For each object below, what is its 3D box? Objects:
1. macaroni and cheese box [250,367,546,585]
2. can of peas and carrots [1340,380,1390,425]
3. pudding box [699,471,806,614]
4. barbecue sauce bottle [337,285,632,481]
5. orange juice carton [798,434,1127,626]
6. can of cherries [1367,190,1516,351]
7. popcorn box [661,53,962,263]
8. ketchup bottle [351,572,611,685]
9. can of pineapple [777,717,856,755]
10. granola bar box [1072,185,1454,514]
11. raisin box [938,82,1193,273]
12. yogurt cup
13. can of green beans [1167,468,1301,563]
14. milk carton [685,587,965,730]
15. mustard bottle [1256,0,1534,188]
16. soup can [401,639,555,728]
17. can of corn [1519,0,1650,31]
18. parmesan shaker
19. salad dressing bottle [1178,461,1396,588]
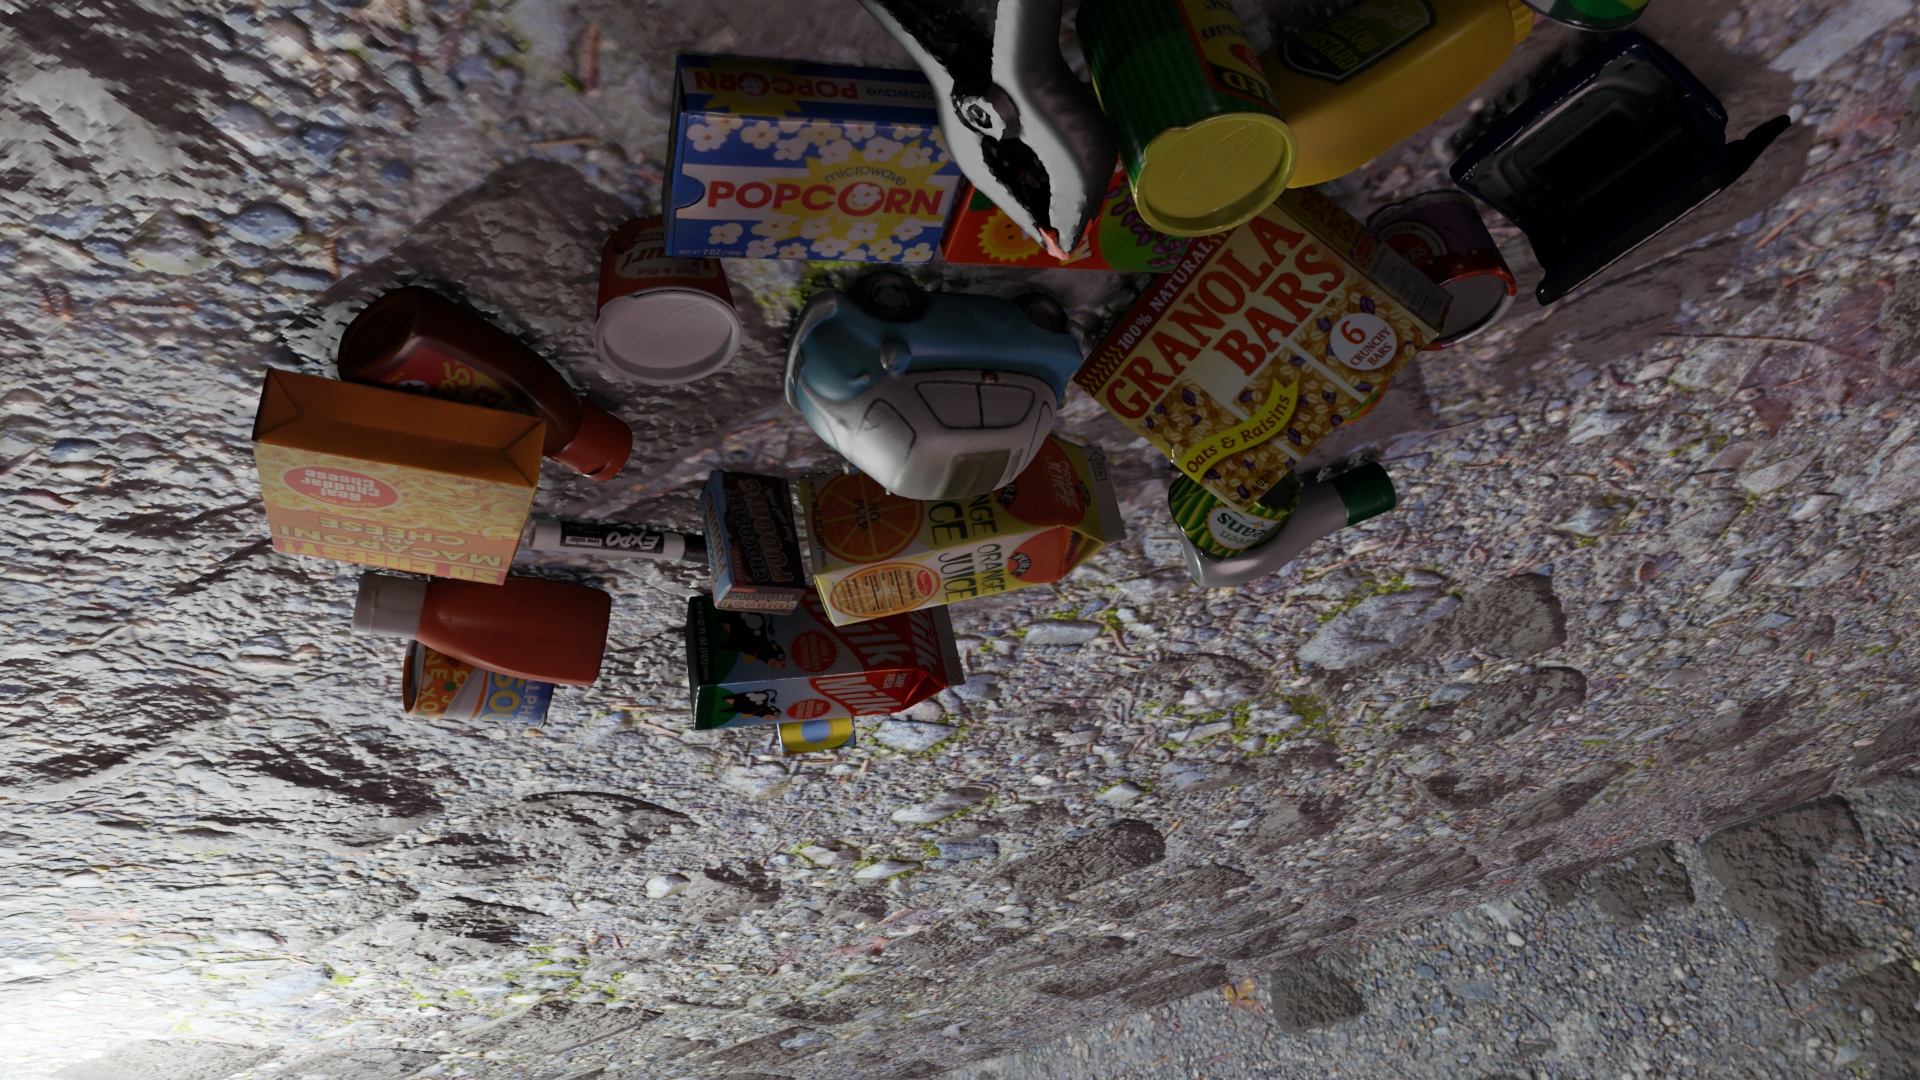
[{"bbox_3d":[-0.284,-0.027,0.708,0.124,0.040,0.166,10,159,-20],"label":"macaroni and cheese box"},{"bbox_3d":[0.205,-0.104,0.793,0.059,0.071,0.070,14,141,-39],"label":"can of peas and carrots"},{"bbox_3d":[-0.125,0.001,0.827,0.050,0.084,0.030,7,142,-29],"label":"pudding box"},{"bbox_3d":[-0.230,-0.073,0.698,0.064,0.044,0.148,-21,150,26],"label":"barbecue sauce bottle"},{"bbox_3d":[0.003,-0.011,0.868,0.193,0.072,0.072,-12,150,-2],"label":"orange juice carton"},{"bbox_3d":[0.256,-0.145,0.751,0.071,0.058,0.071,-10,150,-6],"label":"can of cherries"},{"bbox_3d":[-0.065,-0.165,0.612,0.127,0.038,0.084,-2,150,-18],"label":"popcorn box"},{"bbox_3d":[-0.298,0.050,0.867,0.149,0.065,0.043,12,166,-22],"label":"ketchup bottle"},{"bbox_3d":[-0.113,0.131,1.068,0.058,0.071,0.070,-8,150,-7],"label":"can of pineapple"},{"bbox_3d":[0.153,-0.104,0.732,0.124,0.039,0.164,38,136,-1],"label":"granola bar box"},{"bbox_3d":[0.057,-0.170,0.651,0.123,0.040,0.085,-2,149,-21],"label":"raisin box"},{"bbox_3d":[-0.139,-0.114,0.653,0.072,0.054,0.072,-10,150,-6],"label":"yogurt cup"},{"bbox_3d":[0.180,-0.030,0.909,0.071,0.071,0.057,8,144,-31],"label":"can of green beans"},{"bbox_3d":[-0.095,0.080,0.984,0.191,0.072,0.073,-4,149,-16],"label":"milk carton"},{"bbox_3d":[0.196,-0.213,0.606,0.160,0.065,0.048,-31,136,-4],"label":"mustard bottle"},{"bbox_3d":[-0.315,0.088,0.911,0.084,0.071,0.071,8,144,-32],"label":"soup can"},{"bbox_3d":[0.264,-0.252,0.564,0.071,0.071,0.058,-5,149,-13],"label":"can of corn"},{"bbox_3d":[0.089,-0.186,0.570,0.071,0.103,0.071,-10,150,-6],"label":"parmesan shaker"},{"bbox_3d":[0.228,-0.013,0.969,0.148,0.064,0.043,-21,131,-3],"label":"salad dressing bottle"}]
